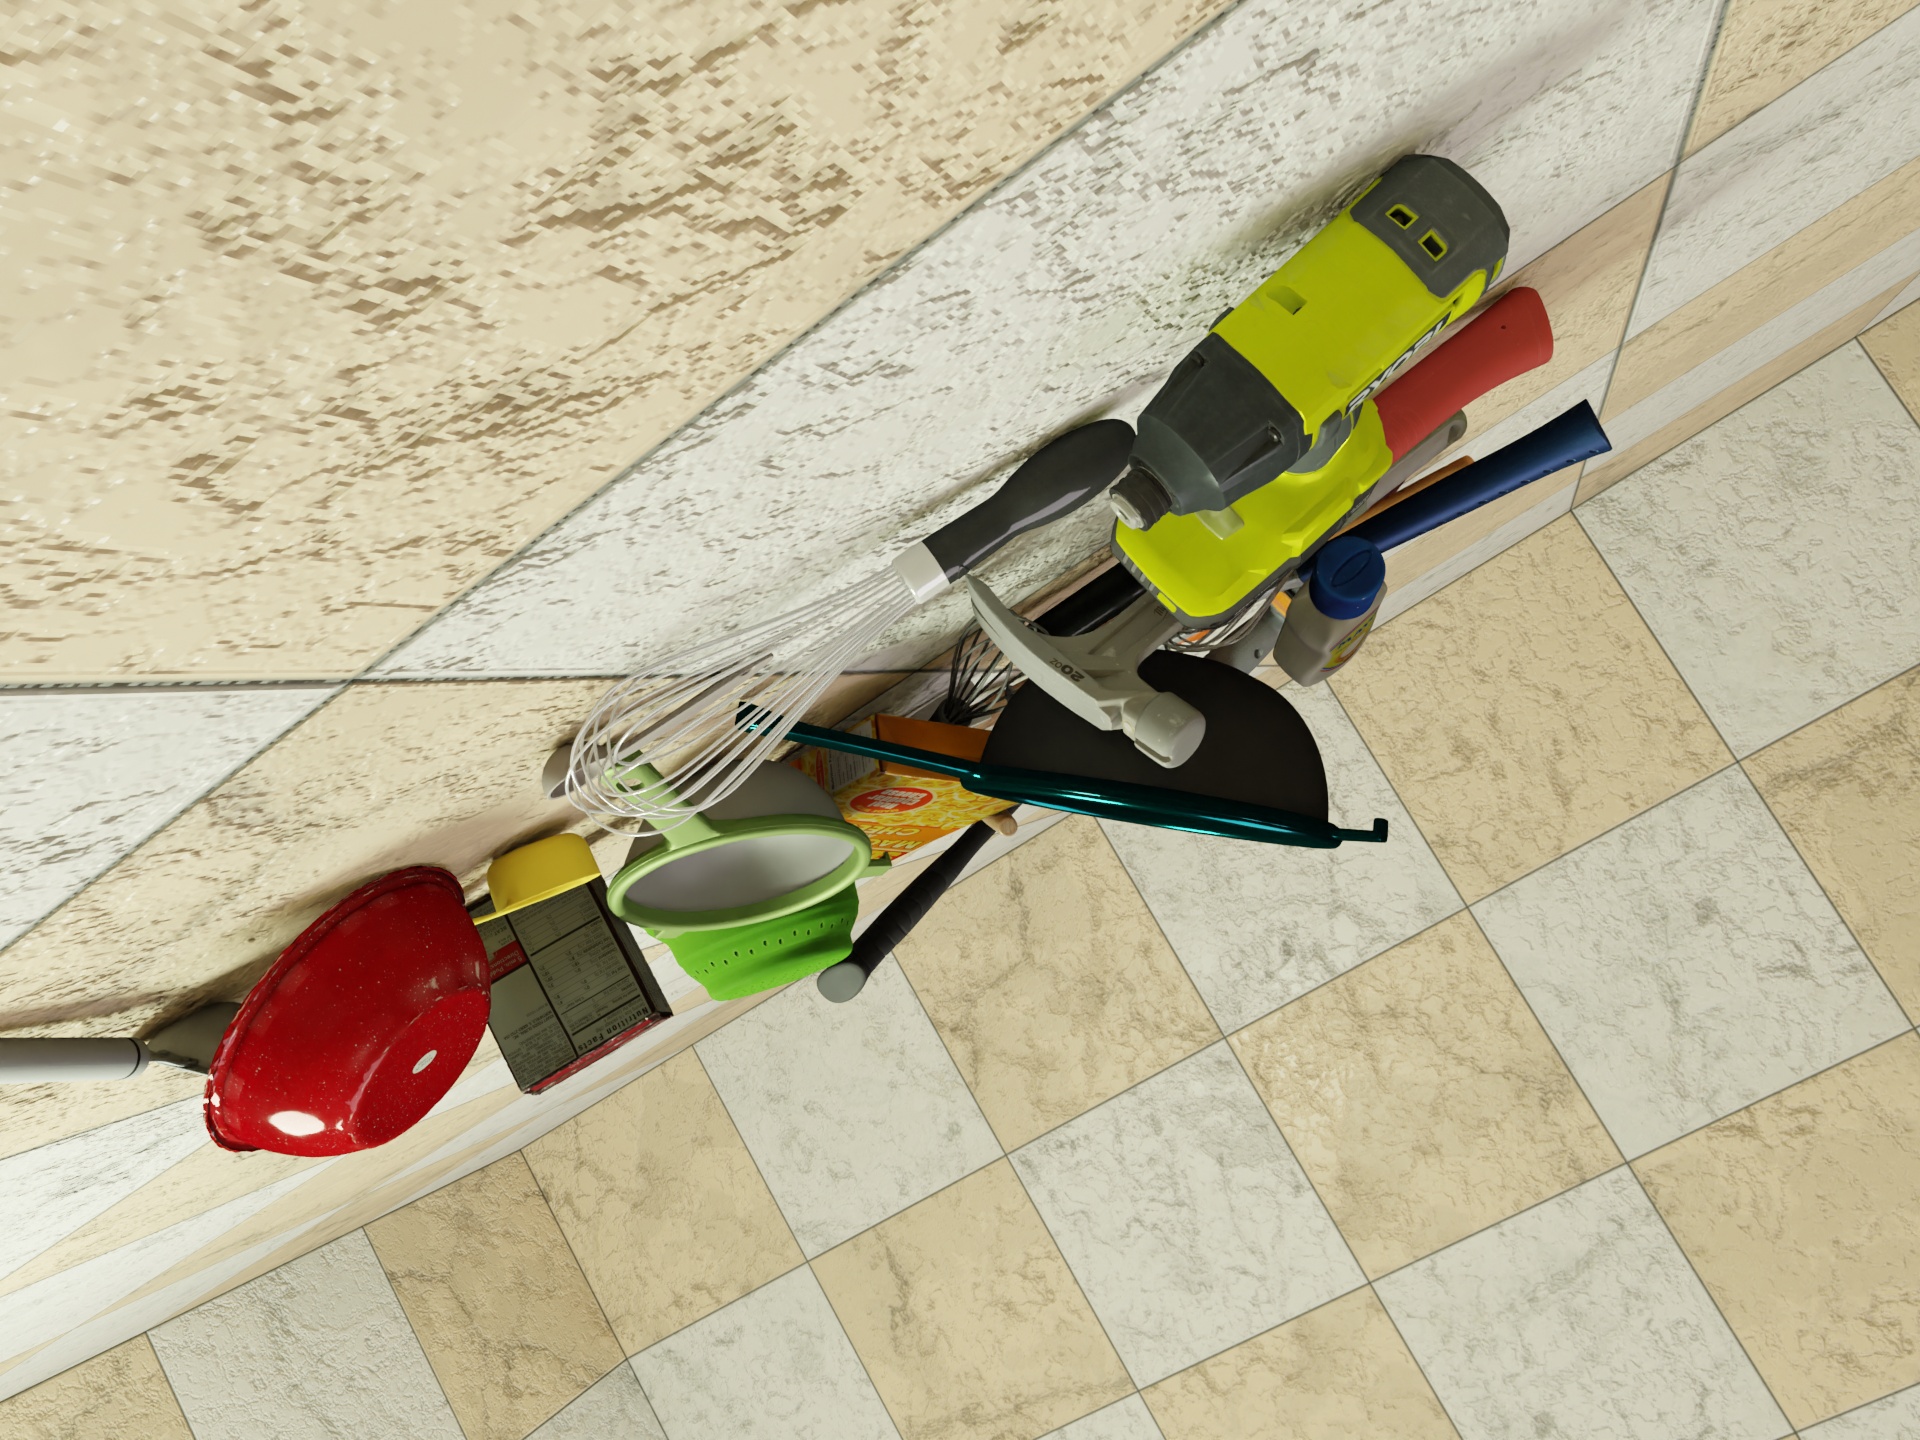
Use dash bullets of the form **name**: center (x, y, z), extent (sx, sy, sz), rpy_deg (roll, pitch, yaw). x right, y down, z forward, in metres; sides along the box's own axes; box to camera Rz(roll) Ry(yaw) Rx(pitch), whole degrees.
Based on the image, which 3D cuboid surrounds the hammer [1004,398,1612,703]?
- **hammer**: center (0.204, -0.086, 1.000), extent (0.405, 0.035, 0.144), rpy_deg (-27, 175, 25)

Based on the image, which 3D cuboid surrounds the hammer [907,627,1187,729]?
- **hammer**: center (0.059, -0.024, 1.208), extent (0.331, 0.031, 0.130), rpy_deg (-24, 170, -38)

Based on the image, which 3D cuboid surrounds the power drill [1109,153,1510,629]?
- **power drill**: center (0.126, -0.118, 0.664), extent (0.171, 0.080, 0.223), rpy_deg (-42, 170, -4)

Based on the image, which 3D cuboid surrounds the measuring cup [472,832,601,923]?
- **measuring cup**: center (-0.262, 0.095, 0.860), extent (0.156, 0.029, 0.062), rpy_deg (-21, 177, 27)

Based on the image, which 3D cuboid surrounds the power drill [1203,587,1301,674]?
- **power drill**: center (0.215, -0.052, 1.273), extent (0.226, 0.084, 0.185), rpy_deg (-45, 168, 16)

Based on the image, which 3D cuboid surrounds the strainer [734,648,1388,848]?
- **strainer**: center (0.051, -0.003, 0.859), extent (0.340, 0.095, 0.211), rpy_deg (12, 175, -19)

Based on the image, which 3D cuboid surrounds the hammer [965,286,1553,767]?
- **hammer**: center (0.177, -0.126, 0.836), extent (0.359, 0.149, 0.036), rpy_deg (-39, 148, -18)

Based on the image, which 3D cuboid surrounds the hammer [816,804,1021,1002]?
- **hammer**: center (-0.006, 0.115, 1.331), extent (0.335, 0.035, 0.146), rpy_deg (-45, -173, -35)

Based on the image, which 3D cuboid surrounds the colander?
- **colander**: center (-0.072, 0.127, 1.205), extent (0.397, 0.094, 0.204), rpy_deg (-16, 168, -24)

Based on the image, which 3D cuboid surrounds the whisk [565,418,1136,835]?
- **whisk**: center (-0.043, -0.044, 0.672), extent (0.284, 0.070, 0.070), rpy_deg (-34, 172, -3)

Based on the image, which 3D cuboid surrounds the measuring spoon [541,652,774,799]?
- **measuring spoon**: center (-0.138, -0.003, 0.723), extent (0.124, 0.018, 0.034), rpy_deg (-34, 174, -24)

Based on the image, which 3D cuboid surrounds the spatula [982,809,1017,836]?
- **spatula**: center (0.000, 0.049, 1.150), extent (0.060, 0.018, 0.316), rpy_deg (-20, -170, -8)

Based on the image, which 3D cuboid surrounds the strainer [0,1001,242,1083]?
- **strainer**: center (-0.375, 0.153, 0.727), extent (0.087, 0.050, 0.258), rpy_deg (13, 171, 10)

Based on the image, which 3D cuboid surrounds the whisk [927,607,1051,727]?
- **whisk**: center (0.000, -0.004, 1.001), extent (0.055, 0.055, 0.239), rpy_deg (-26, 167, -29)

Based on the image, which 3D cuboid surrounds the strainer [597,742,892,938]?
- **strainer**: center (-0.141, 0.044, 0.863), extent (0.151, 0.069, 0.256), rpy_deg (-17, 155, 6)

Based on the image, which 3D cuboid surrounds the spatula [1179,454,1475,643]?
- **spatula**: center (0.207, -0.104, 1.088), extent (0.322, 0.041, 0.081), rpy_deg (-31, 166, 40)

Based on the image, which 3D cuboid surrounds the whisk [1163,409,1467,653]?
- **whisk**: center (0.205, -0.113, 0.918), extent (0.246, 0.059, 0.057), rpy_deg (-37, 142, -16)
